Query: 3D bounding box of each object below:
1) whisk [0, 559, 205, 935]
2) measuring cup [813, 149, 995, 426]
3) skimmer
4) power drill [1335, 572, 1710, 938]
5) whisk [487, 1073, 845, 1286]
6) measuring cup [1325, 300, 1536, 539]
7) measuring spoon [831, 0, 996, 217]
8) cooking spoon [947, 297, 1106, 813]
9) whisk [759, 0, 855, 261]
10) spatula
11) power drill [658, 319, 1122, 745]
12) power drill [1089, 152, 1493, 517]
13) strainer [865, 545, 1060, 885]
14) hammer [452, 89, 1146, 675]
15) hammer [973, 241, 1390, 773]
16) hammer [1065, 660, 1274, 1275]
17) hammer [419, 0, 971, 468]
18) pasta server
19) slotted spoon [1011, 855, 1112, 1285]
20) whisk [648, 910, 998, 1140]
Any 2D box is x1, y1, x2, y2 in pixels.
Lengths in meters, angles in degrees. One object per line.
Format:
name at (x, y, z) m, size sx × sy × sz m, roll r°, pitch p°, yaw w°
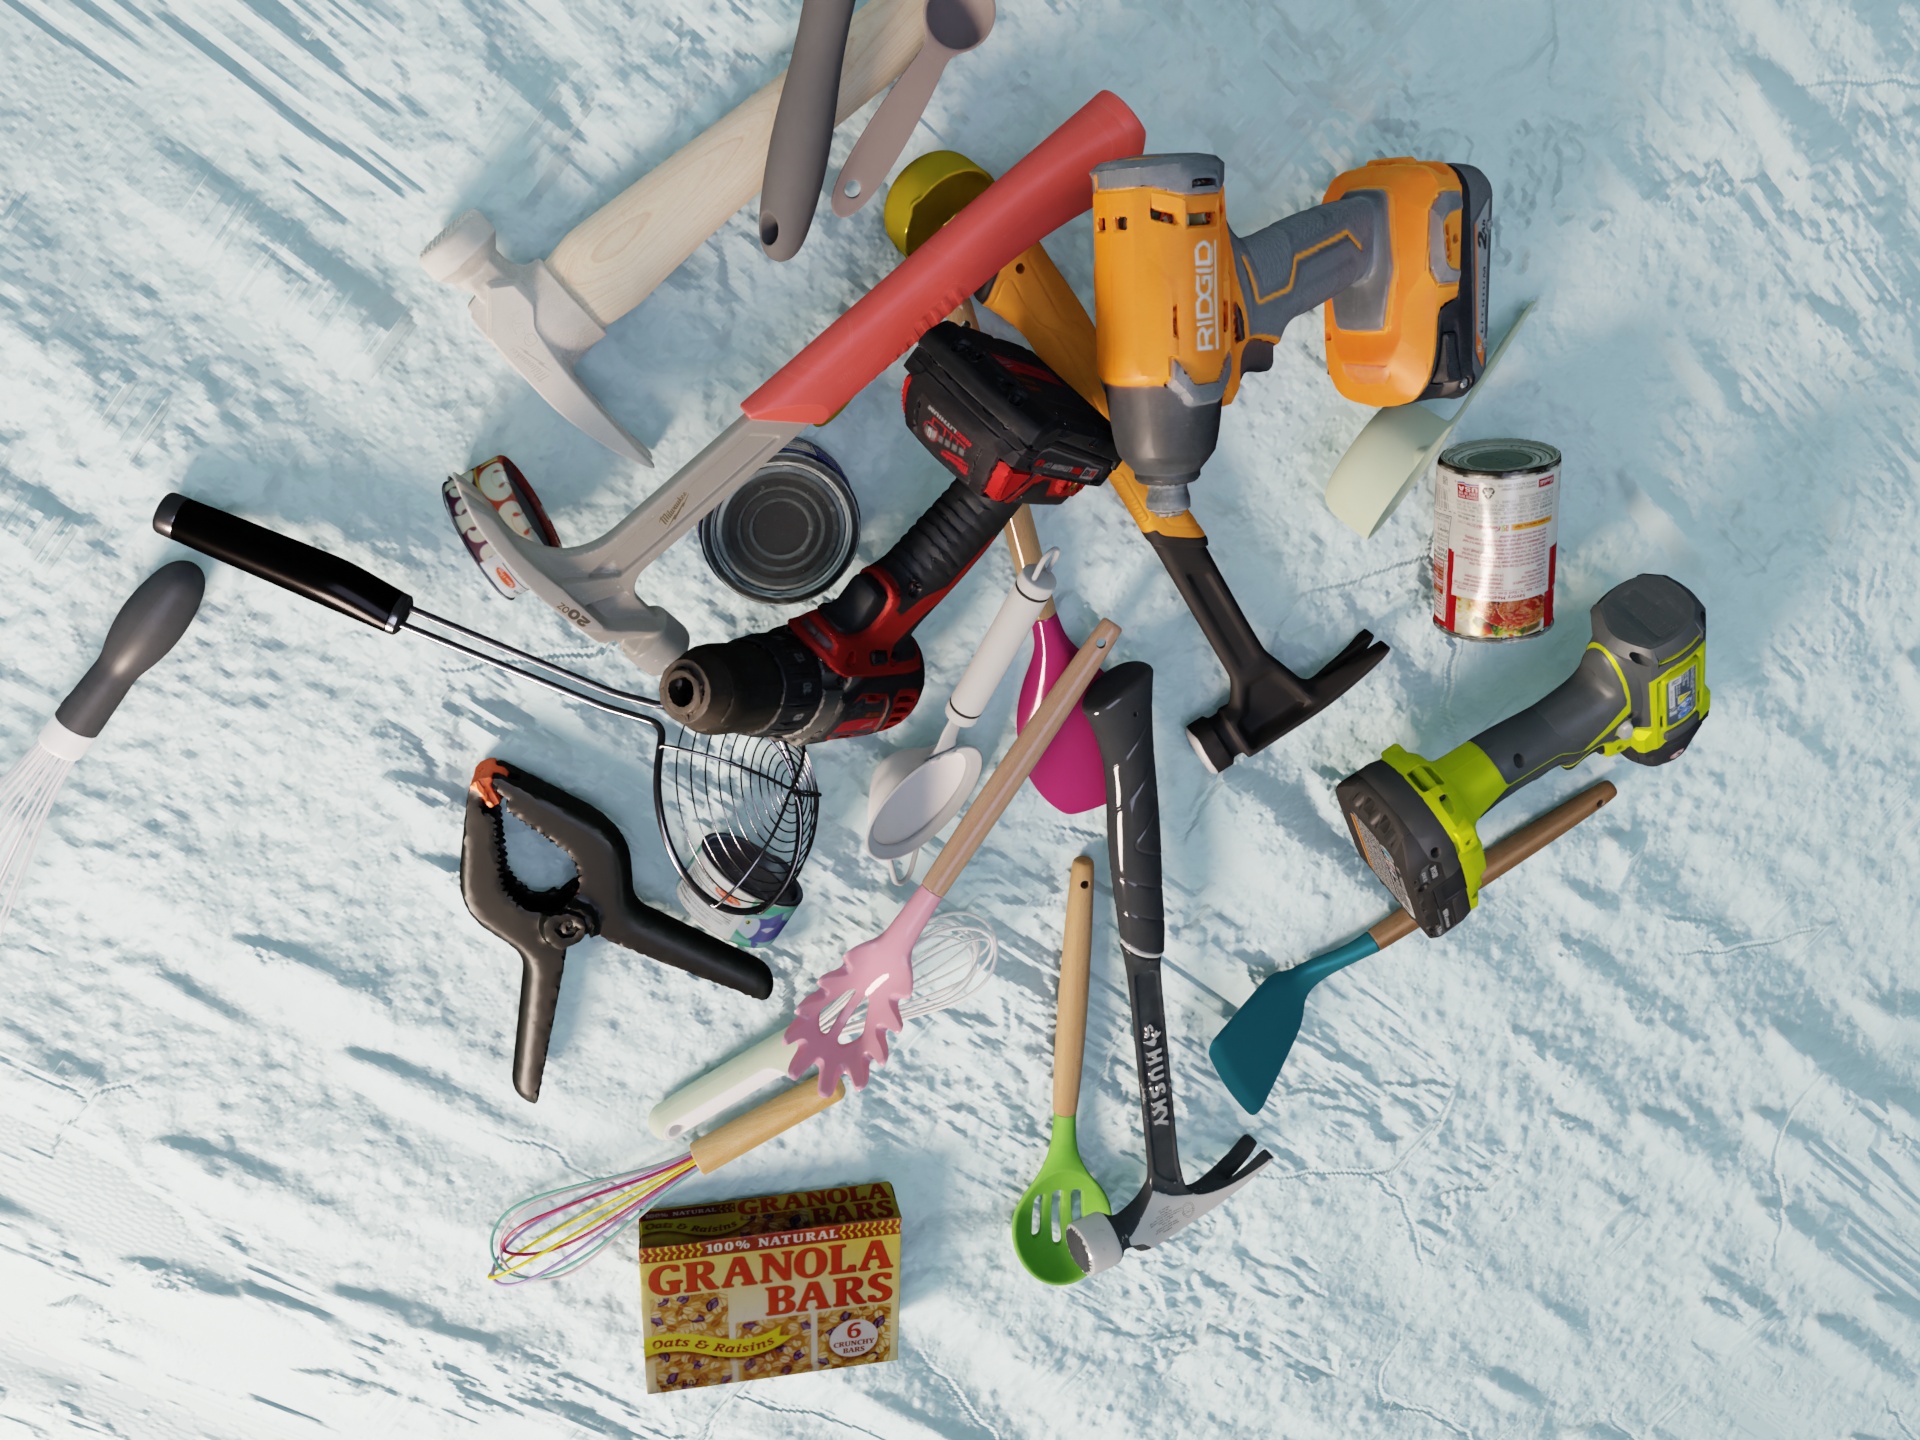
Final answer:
whisk at (-0.468, 0.032, 0.800) m, size 0.070 × 0.070 × 0.284 m, roll 36°, pitch 97°, yaw -24°
measuring cup at (-0.039, -0.217, 0.804) m, size 0.062 × 0.029 × 0.156 m, roll 1°, pitch 134°, yaw -52°
skimmer at (-0.237, -0.013, 0.827) m, size 0.363 × 0.127 × 0.090 m, roll 24°, pitch 139°, yaw -10°
power drill at (0.349, 0.028, 0.962) m, size 0.223 × 0.080 × 0.171 m, roll -35°, pitch 142°, yaw 1°
whisk at (-0.183, 0.281, 0.987) m, size 0.245 × 0.051 × 0.047 m, roll -28°, pitch 151°, yaw -5°
measuring cup at (0.260, -0.176, 0.882) m, size 0.038 × 0.083 × 0.167 m, roll 35°, pitch 82°, yaw 11°
measuring spoon at (-0.027, -0.292, 0.745) m, size 0.034 × 0.018 × 0.124 m, roll 24°, pitch 113°, yaw -30°
cooking spoon at (0.040, -0.081, 0.887) m, size 0.069 × 0.017 × 0.318 m, roll -20°, pitch 117°, yaw -4°
whisk at (-0.054, -0.321, 0.704) m, size 0.055 × 0.055 × 0.238 m, roll 9°, pitch 117°, yaw -17°
spatula at (0.295, 0.136, 1.028) m, size 0.317 × 0.044 × 0.082 m, roll -34°, pitch 125°, yaw 1°
power drill at (-0.037, -0.077, 0.776) m, size 0.080 × 0.188 × 0.226 m, roll 45°, pitch 112°, yaw 18°
power drill at (0.160, -0.194, 0.782) m, size 0.226 × 0.084 × 0.164 m, roll -15°, pitch 110°, yaw -33°
strainer at (-0.001, -0.003, 0.860) m, size 0.087 × 0.050 × 0.258 m, roll -22°, pitch 153°, yaw -41°
hammer at (-0.062, -0.176, 0.756) m, size 0.359 × 0.037 × 0.149 m, roll -41°, pitch 137°, yaw 2°
hammer at (0.114, -0.125, 0.876) m, size 0.127 × 0.034 × 0.336 m, roll -34°, pitch 116°, yaw 4°
hammer at (0.119, 0.156, 0.986) m, size 0.149 × 0.036 × 0.408 m, roll -17°, pitch 116°, yaw -22°
hammer at (-0.055, -0.298, 0.760) m, size 0.410 × 0.038 × 0.146 m, roll -39°, pitch 117°, yaw 5°
pasta server at (-0.001, 0.076, 0.906) m, size 0.060 × 0.040 × 0.316 m, roll 33°, pitch 97°, yaw -6°
slotted spoon at (0.071, 0.230, 1.028) m, size 0.070 × 0.031 × 0.313 m, roll -3°, pitch 112°, yaw -12°
whisk at (-0.085, 0.189, 0.964) m, size 0.246 × 0.059 × 0.057 m, roll -31°, pitch 144°, yaw 6°
